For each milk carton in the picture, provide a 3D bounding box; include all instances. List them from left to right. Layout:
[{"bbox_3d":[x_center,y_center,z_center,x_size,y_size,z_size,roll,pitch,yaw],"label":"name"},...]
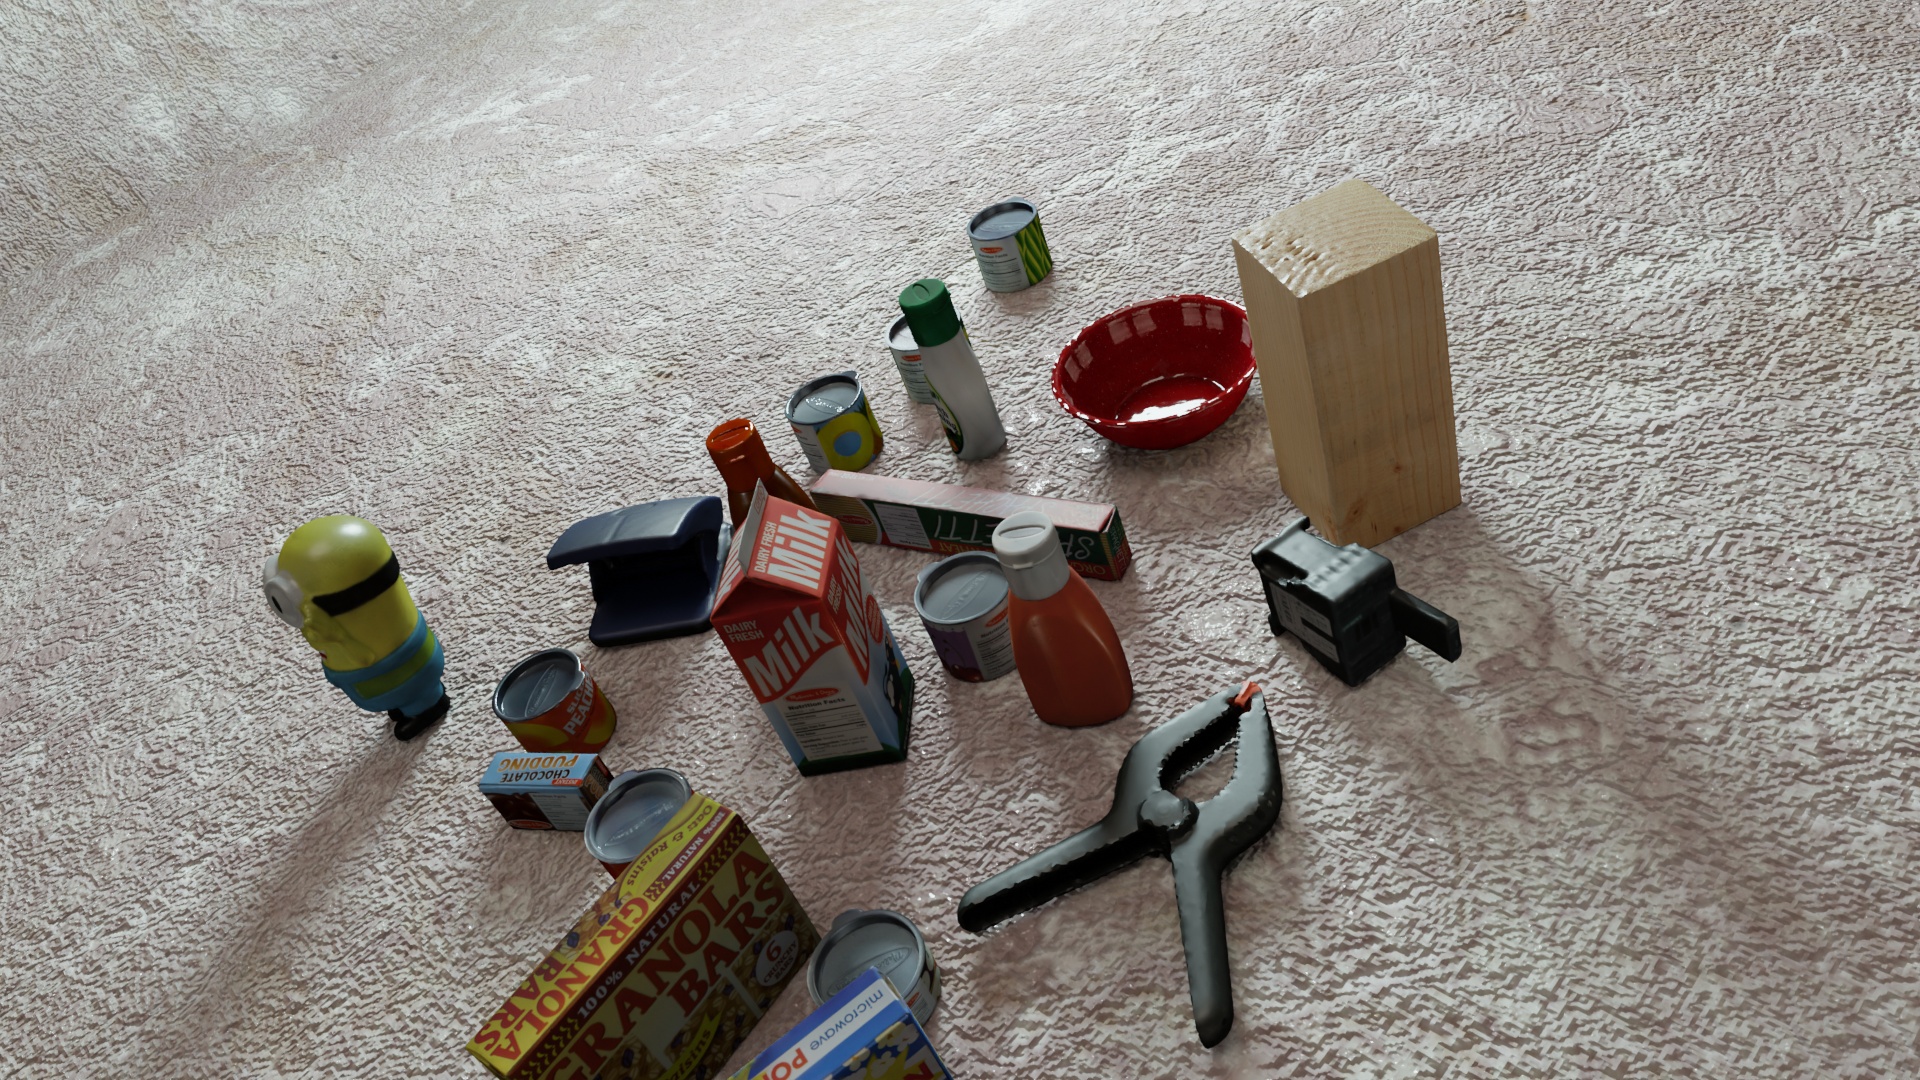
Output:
[{"bbox_3d":[-0.093,0.055,0.851,0.073,0.189,0.073,-11,40,14],"label":"milk carton"}]

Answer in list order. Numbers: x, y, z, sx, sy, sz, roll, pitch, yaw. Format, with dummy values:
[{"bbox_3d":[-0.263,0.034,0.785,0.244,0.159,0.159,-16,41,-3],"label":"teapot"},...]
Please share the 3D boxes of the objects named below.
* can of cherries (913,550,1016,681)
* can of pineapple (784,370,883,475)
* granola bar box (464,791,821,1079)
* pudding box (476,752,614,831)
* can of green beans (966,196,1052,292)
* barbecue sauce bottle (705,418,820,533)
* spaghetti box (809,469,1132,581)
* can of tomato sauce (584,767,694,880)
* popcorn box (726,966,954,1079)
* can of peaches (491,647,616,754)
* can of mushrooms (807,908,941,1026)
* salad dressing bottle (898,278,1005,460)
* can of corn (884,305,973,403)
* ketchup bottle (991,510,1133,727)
[{"bbox_3d":[0.008,0.049,0.915,0.071,0.058,0.072,-13,40,11],"label":"can of cherries"},{"bbox_3d":[-0.100,-0.095,1.130,0.071,0.057,0.071,-13,40,11],"label":"can of pineapple"},{"bbox_3d":[-0.157,0.234,0.728,0.039,0.123,0.166,16,53,38],"label":"granola bar box"},{"bbox_3d":[-0.269,0.166,0.917,0.083,0.049,0.030,-3,43,22],"label":"pudding box"},{"bbox_3d":[0.045,-0.267,1.259,0.071,0.057,0.071,-13,40,11],"label":"can of green beans"},{"bbox_3d":[-0.135,-0.019,0.988,0.065,0.148,0.044,-21,39,2],"label":"barbecue sauce bottle"},{"bbox_3d":[0.004,-0.012,0.994,0.250,0.050,0.029,8,48,32],"label":"spaghetti box"},{"bbox_3d":[-0.174,0.186,0.824,0.071,0.082,0.071,-13,40,11],"label":"can of tomato sauce"},{"bbox_3d":[-0.069,0.277,0.669,0.127,0.085,0.038,-35,41,-15],"label":"popcorn box"},{"bbox_3d":[-0.281,0.119,0.970,0.071,0.057,0.071,-13,40,11],"label":"can of peaches"},{"bbox_3d":[-0.046,0.234,0.748,0.071,0.033,0.071,-13,40,11],"label":"can of mushrooms"},{"bbox_3d":[-0.007,-0.129,1.054,0.044,0.147,0.064,-27,39,-5],"label":"salad dressing bottle"},{"bbox_3d":[-0.022,-0.158,1.166,0.071,0.058,0.071,-13,40,11],"label":"can of corn"},{"bbox_3d":[0.056,0.048,0.821,0.064,0.148,0.044,-8,41,17],"label":"ketchup bottle"}]
